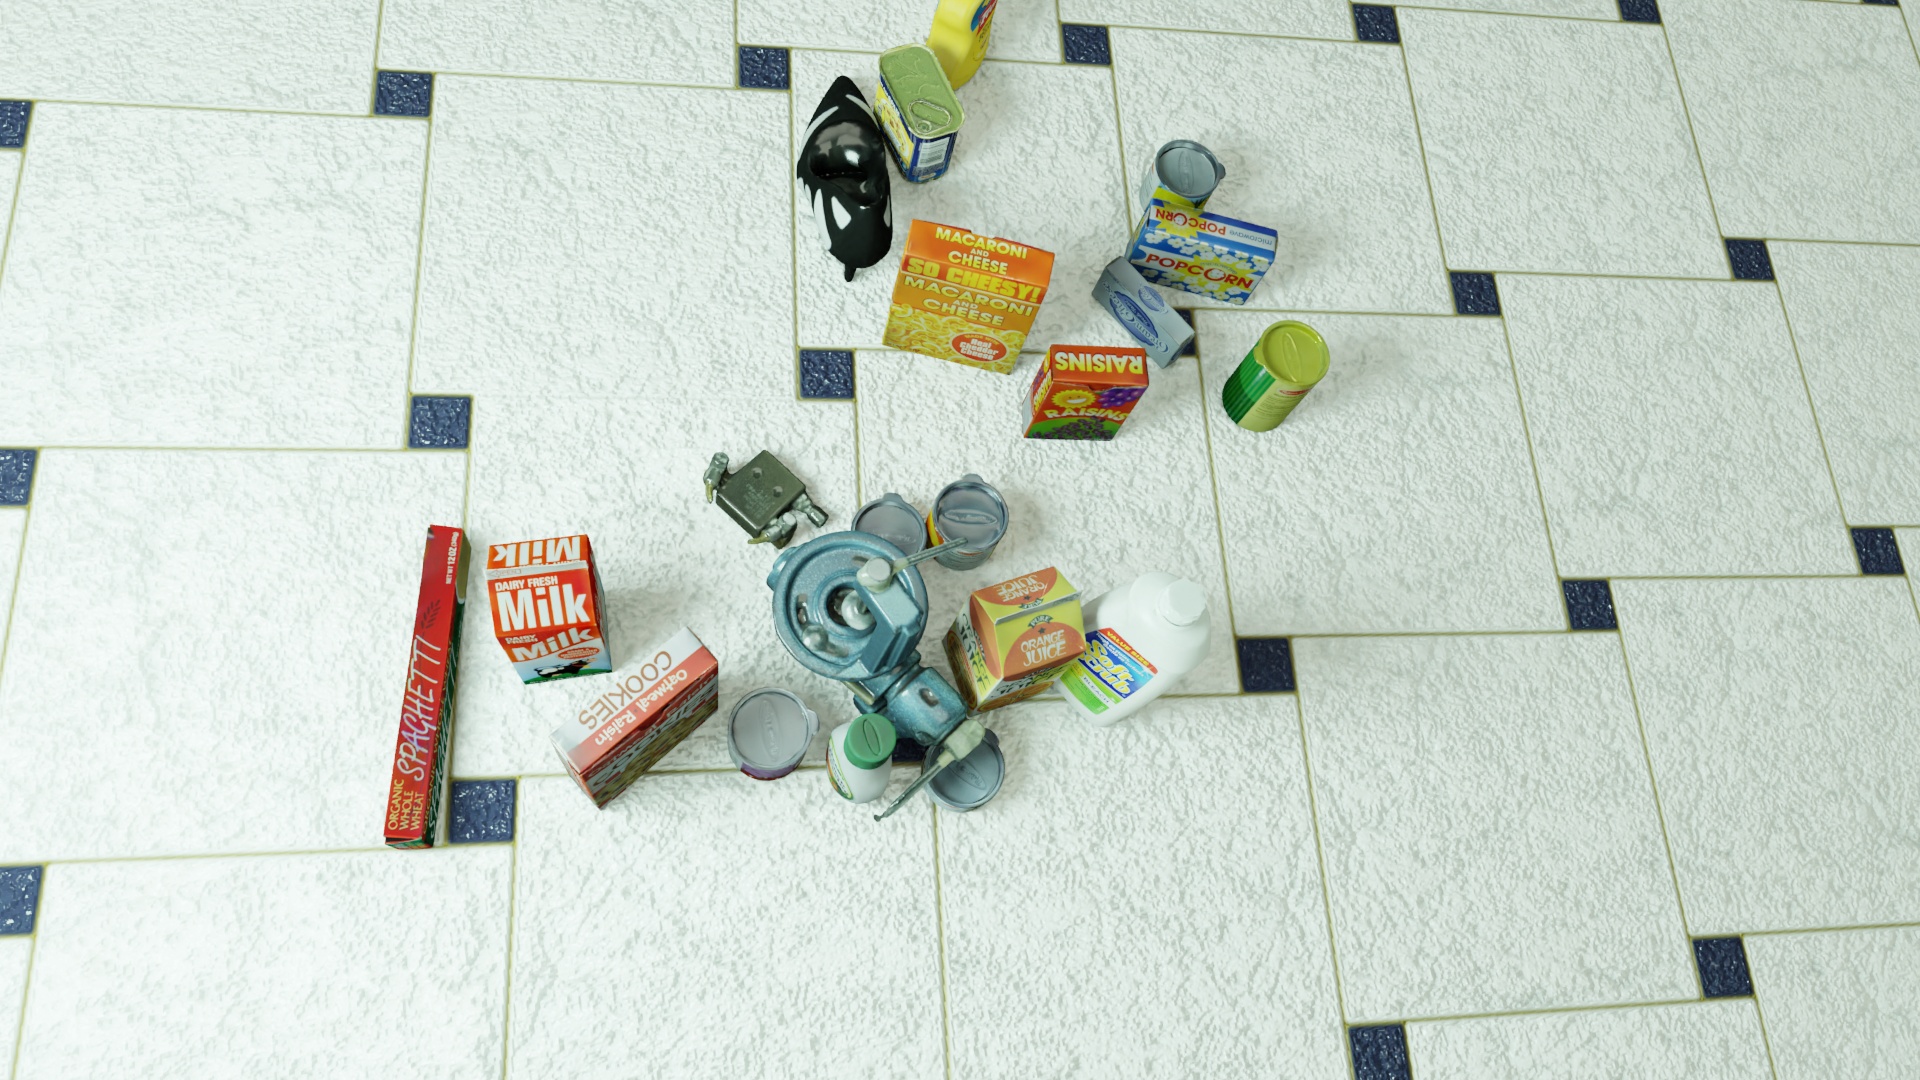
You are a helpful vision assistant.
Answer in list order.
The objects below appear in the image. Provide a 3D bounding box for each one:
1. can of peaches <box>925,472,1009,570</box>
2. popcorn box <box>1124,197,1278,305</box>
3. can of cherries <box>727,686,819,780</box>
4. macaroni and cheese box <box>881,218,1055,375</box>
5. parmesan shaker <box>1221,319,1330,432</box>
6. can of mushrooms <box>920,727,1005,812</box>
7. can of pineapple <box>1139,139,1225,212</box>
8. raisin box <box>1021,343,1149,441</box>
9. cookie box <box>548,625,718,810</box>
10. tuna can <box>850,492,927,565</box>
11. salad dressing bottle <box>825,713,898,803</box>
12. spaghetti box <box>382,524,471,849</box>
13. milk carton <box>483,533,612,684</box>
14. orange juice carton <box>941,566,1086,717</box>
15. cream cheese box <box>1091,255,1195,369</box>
[{"bbox_3d":[0.004,-0.015,1.199,0.071,0.058,0.071,3,70,-9],"label":"can of peaches"},{"bbox_3d":[0.226,-0.272,1.317,0.127,0.085,0.038,13,69,-5],"label":"popcorn box"},{"bbox_3d":[-0.150,0.156,1.109,0.071,0.058,0.071,3,70,-9],"label":"can of cherries"},{"bbox_3d":[0.003,-0.210,1.211,0.124,0.166,0.040,13,69,-6],"label":"macaroni and cheese box"},{"bbox_3d":[0.284,-0.149,1.274,0.071,0.102,0.071,3,70,-9],"label":"parmesan shaker"},{"bbox_3d":[0.003,0.187,1.139,0.071,0.033,0.071,3,70,-9],"label":"can of mushrooms"},{"bbox_3d":[0.215,-0.347,1.357,0.071,0.057,0.071,3,70,-9],"label":"can of pineapple"},{"bbox_3d":[0.107,-0.128,1.223,0.086,0.123,0.040,2,71,-10],"label":"raisin box"},{"bbox_3d":[-0.239,0.137,1.041,0.123,0.166,0.040,-41,82,-20],"label":"cookie box"},{"bbox_3d":[-0.063,-0.003,1.196,0.071,0.032,0.071,3,70,-9],"label":"tuna can"},{"bbox_3d":[-0.076,0.165,1.071,0.044,0.147,0.064,-16,75,-15],"label":"salad dressing bottle"},{"bbox_3d":[-0.413,0.113,1.081,0.029,0.050,0.251,3,70,-9],"label":"spaghetti box"},{"bbox_3d":[-0.309,0.049,1.048,0.072,0.189,0.073,-7,72,-12],"label":"milk carton"},{"bbox_3d":[0.043,0.078,1.100,0.072,0.192,0.073,-16,74,-15],"label":"orange juice carton"},{"bbox_3d":[0.171,-0.213,1.303,0.024,0.053,0.104,-39,81,-20],"label":"cream cheese box"}]
